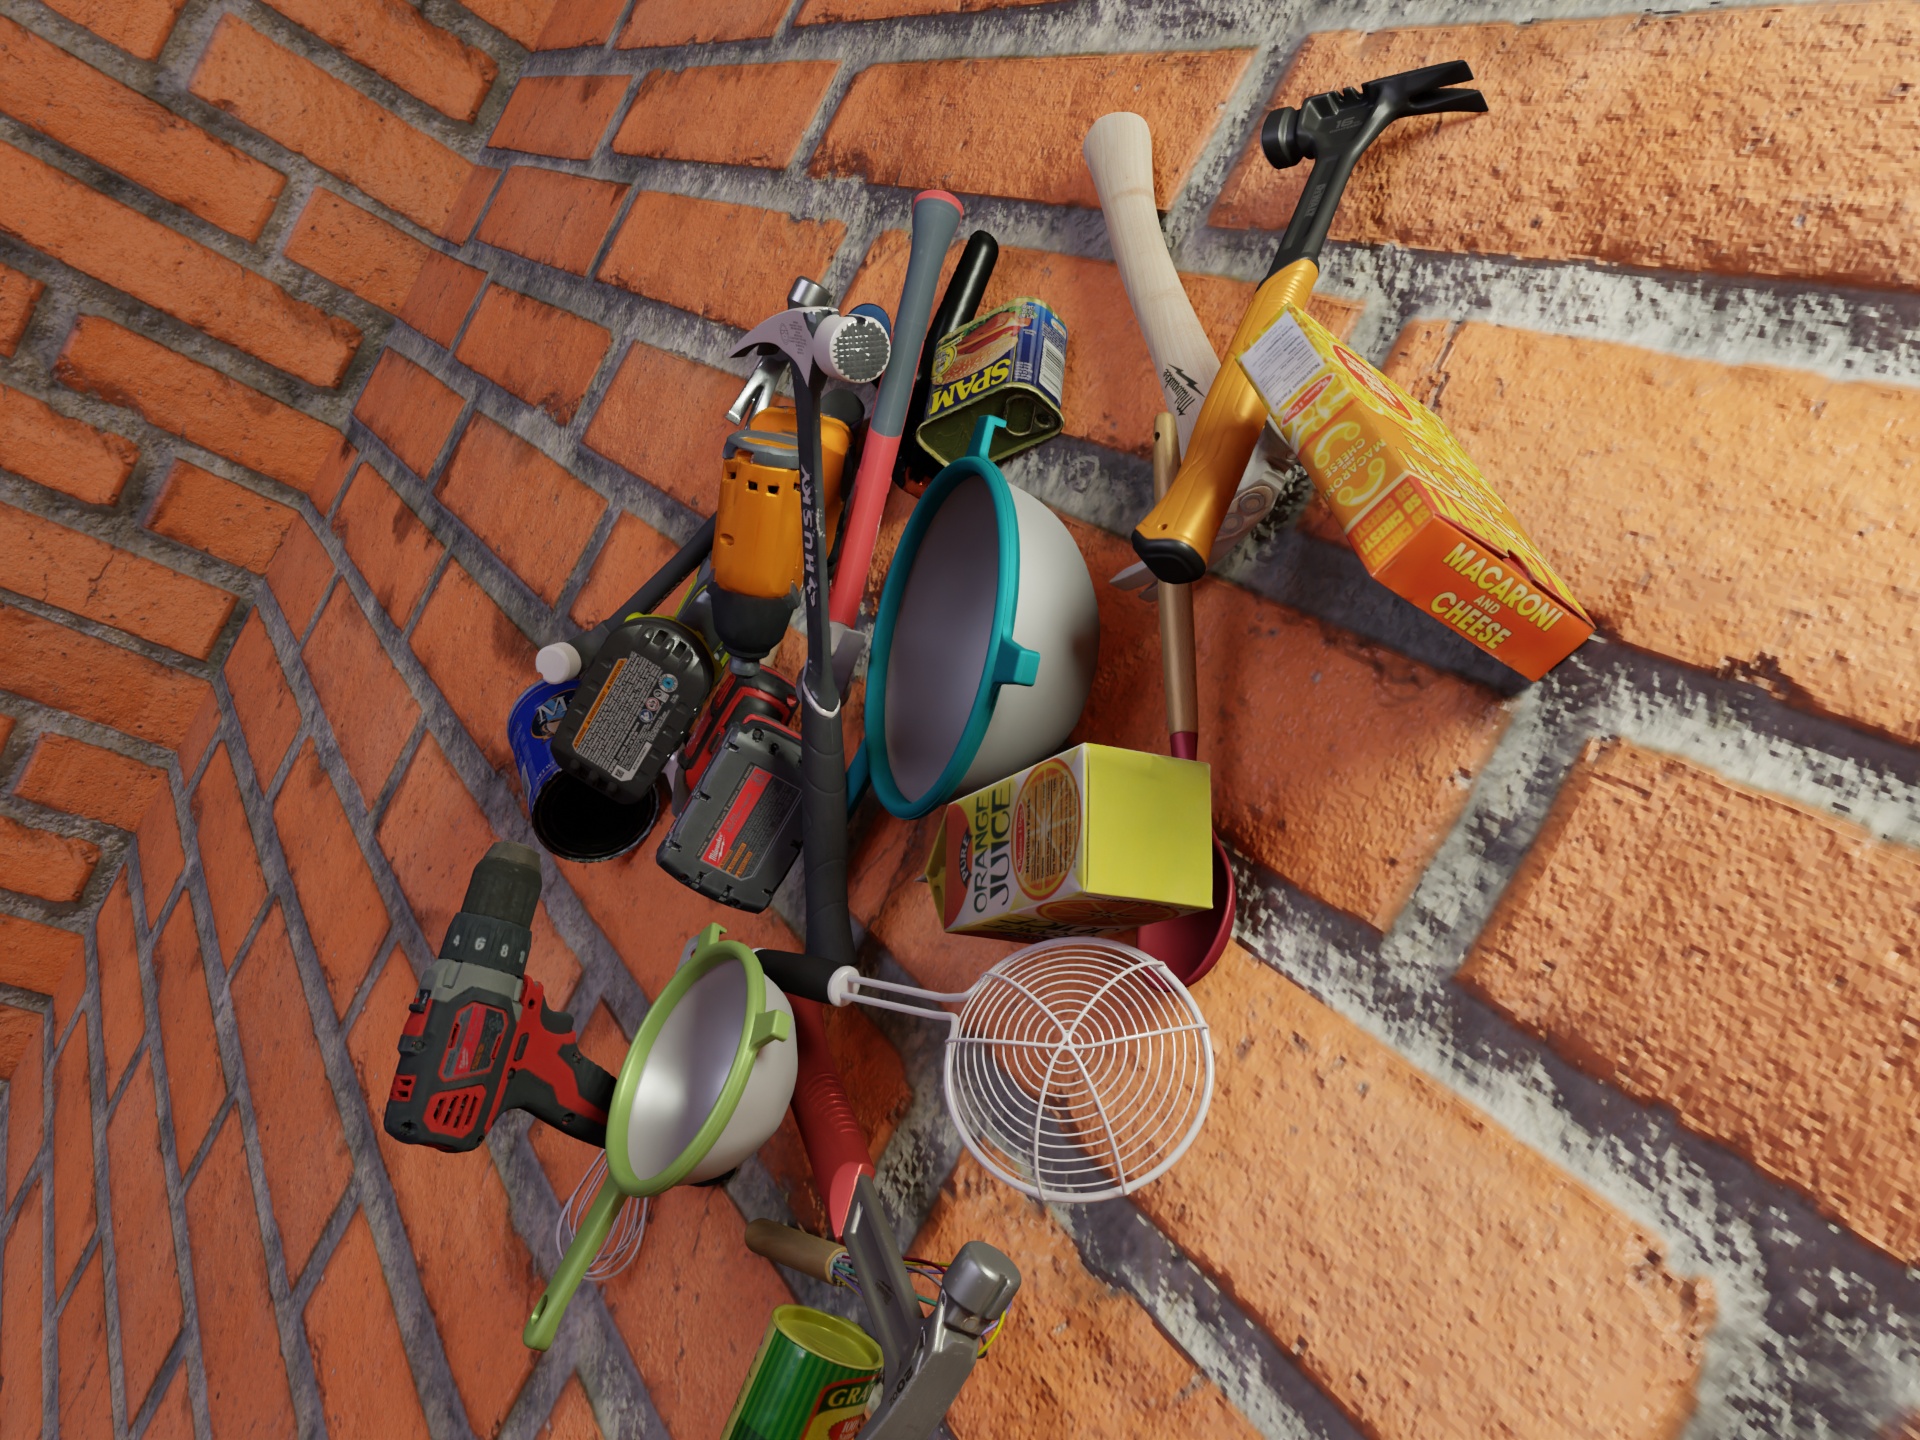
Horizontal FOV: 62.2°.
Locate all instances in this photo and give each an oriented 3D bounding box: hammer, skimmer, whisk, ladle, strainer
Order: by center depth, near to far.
[{"bbox_3d":[0.113,-0.017,0.824,0.069,0.031,0.316,-24,60,52],"label":"ladle"},{"bbox_3d":[0.171,-0.212,0.831,0.127,0.034,0.337,1,57,43],"label":"hammer"},{"bbox_3d":[-0.014,0.166,0.860,0.363,0.090,0.127,-4,52,59],"label":"skimmer"},{"bbox_3d":[-0.070,0.250,0.869,0.149,0.036,0.359,-56,25,8],"label":"hammer"},{"bbox_3d":[-0.056,0.306,0.870,0.245,0.051,0.047,-7,69,54],"label":"whisk"},{"bbox_3d":[-0.161,0.253,0.910,0.256,0.069,0.152,-61,27,0],"label":"strainer"},{"bbox_3d":[-0.086,-0.035,0.937,0.149,0.036,0.408,29,125,55],"label":"hammer"},{"bbox_3d":[-0.002,-0.003,0.970,0.340,0.095,0.211,122,151,-46],"label":"strainer"},{"bbox_3d":[0.118,-0.253,0.992,0.146,0.038,0.411,-44,37,33],"label":"hammer"},{"bbox_3d":[-0.050,-0.203,1.089,0.143,0.038,0.386,122,161,-72],"label":"hammer"},{"bbox_3d":[-0.218,0.265,1.103,0.059,0.058,0.246,123,165,-71],"label":"whisk"},{"bbox_3d":[-0.116,-0.286,1.232,0.144,0.035,0.406,-62,18,3],"label":"hammer"},{"bbox_3d":[-0.202,-0.150,1.298,0.334,0.035,0.146,-40,-2,21],"label":"hammer"}]

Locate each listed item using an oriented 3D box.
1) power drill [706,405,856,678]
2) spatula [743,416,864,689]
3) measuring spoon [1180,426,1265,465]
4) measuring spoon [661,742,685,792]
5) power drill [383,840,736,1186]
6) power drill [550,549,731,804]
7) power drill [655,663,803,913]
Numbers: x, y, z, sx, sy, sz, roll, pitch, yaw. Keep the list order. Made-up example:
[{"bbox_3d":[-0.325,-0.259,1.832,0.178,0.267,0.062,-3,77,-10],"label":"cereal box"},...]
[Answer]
[{"bbox_3d":[-0.130,-0.132,1.119,0.227,0.084,0.164,-84,4,-71],"label":"power drill"},{"bbox_3d":[-0.138,-0.099,1.252,0.060,0.018,0.316,-2,67,57],"label":"spatula"},{"bbox_3d":[0.164,-0.157,0.905,0.117,0.011,0.021,-6,65,55],"label":"measuring spoon"},{"bbox_3d":[-0.216,0.056,1.264,0.034,0.018,0.124,-48,44,13],"label":"measuring spoon"},{"bbox_3d":[-0.237,0.193,1.012,0.080,0.226,0.188,-10,62,49],"label":"power drill"},{"bbox_3d":[-0.220,-0.030,1.191,0.171,0.080,0.223,-57,5,18],"label":"power drill"},{"bbox_3d":[-0.157,0.045,1.102,0.143,0.078,0.220,-59,17,6],"label":"power drill"}]
